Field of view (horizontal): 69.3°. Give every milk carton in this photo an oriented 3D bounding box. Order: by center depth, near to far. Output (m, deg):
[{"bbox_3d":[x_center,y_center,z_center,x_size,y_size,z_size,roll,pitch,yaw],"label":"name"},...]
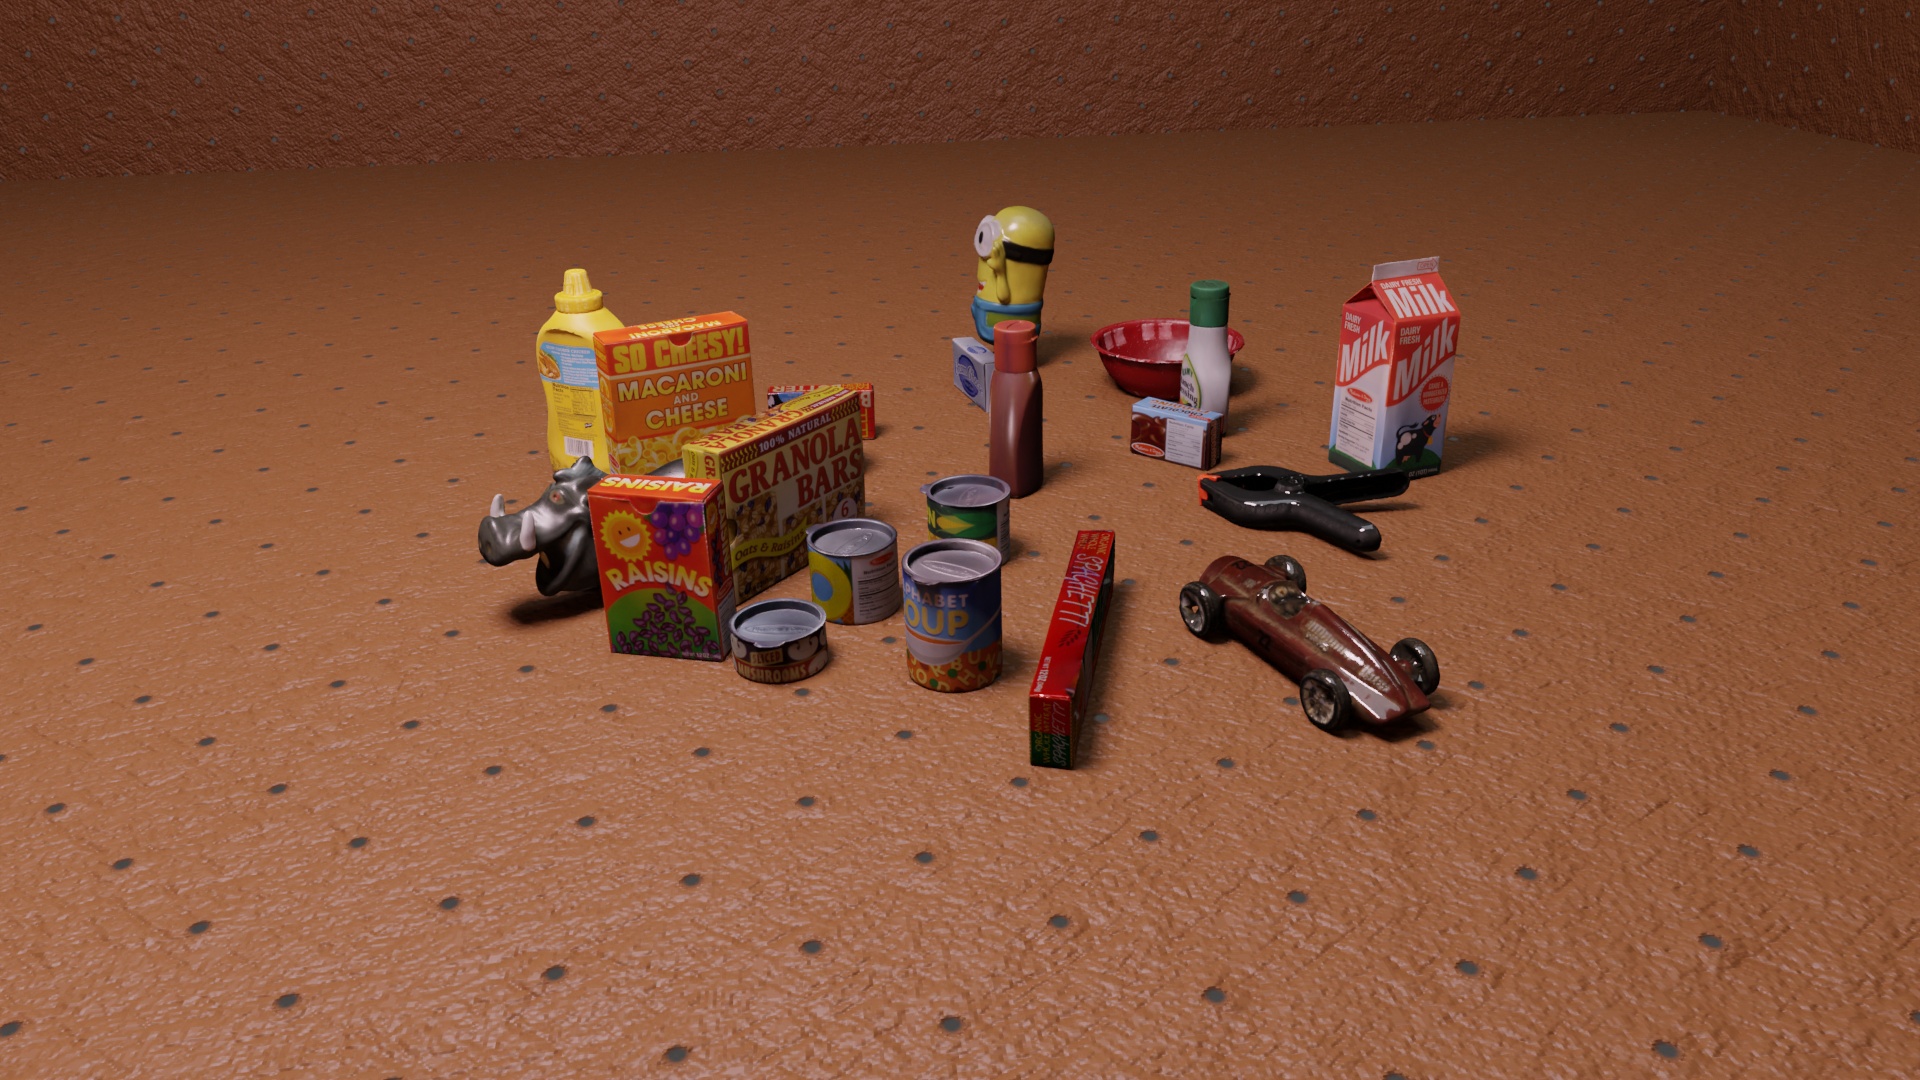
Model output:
[{"bbox_3d":[0.382,-0.152,1.223,0.072,0.189,0.073,-11,26,-21],"label":"milk carton"}]

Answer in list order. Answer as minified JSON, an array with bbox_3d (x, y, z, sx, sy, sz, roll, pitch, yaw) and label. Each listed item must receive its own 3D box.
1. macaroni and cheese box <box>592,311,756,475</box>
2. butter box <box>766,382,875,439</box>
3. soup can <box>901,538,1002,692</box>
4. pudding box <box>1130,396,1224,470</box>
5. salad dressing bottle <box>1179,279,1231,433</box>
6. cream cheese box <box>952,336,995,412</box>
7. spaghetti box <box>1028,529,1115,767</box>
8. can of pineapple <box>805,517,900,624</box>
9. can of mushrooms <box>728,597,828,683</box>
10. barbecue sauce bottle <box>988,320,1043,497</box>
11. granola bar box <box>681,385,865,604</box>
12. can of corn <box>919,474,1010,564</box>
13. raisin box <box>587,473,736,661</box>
[{"bbox_3d":[-0.234,-0.100,1.168,0.124,0.165,0.040,-14,27,-27],"label":"macaroni and cheese box"},{"bbox_3d":[-0.135,-0.124,1.354,0.103,0.053,0.024,-3,24,-4],"label":"butter box"},{"bbox_3d":[-0.006,0.050,0.924,0.071,0.083,0.071,-1,24,1],"label":"soup can"},{"bbox_3d":[0.200,-0.100,1.286,0.084,0.049,0.030,17,30,36],"label":"pudding box"},{"bbox_3d":[0.236,-0.174,1.330,0.044,0.147,0.064,-6,24,-10],"label":"salad dressing bottle"},{"bbox_3d":[0.019,-0.175,1.459,0.024,0.053,0.104,-9,25,-17],"label":"cream cheese box"},{"bbox_3d":[0.078,0.063,0.932,0.029,0.050,0.251,3,25,11],"label":"spaghetti box"},{"bbox_3d":[-0.079,0.022,1.023,0.071,0.057,0.071,-1,24,1],"label":"can of pineapple"},{"bbox_3d":[-0.124,0.069,0.949,0.071,0.033,0.071,-1,24,1],"label":"can of mushrooms"},{"bbox_3d":[0.049,-0.116,1.210,0.044,0.147,0.065,9,26,23],"label":"barbecue sauce bottle"},{"bbox_3d":[-0.139,-0.038,1.078,0.039,0.123,0.166,14,28,31],"label":"granola bar box"},{"bbox_3d":[0.004,-0.014,1.096,0.071,0.058,0.071,-1,24,1],"label":"can of corn"},{"bbox_3d":[-0.204,0.019,0.957,0.086,0.122,0.040,4,25,12],"label":"raisin box"}]
